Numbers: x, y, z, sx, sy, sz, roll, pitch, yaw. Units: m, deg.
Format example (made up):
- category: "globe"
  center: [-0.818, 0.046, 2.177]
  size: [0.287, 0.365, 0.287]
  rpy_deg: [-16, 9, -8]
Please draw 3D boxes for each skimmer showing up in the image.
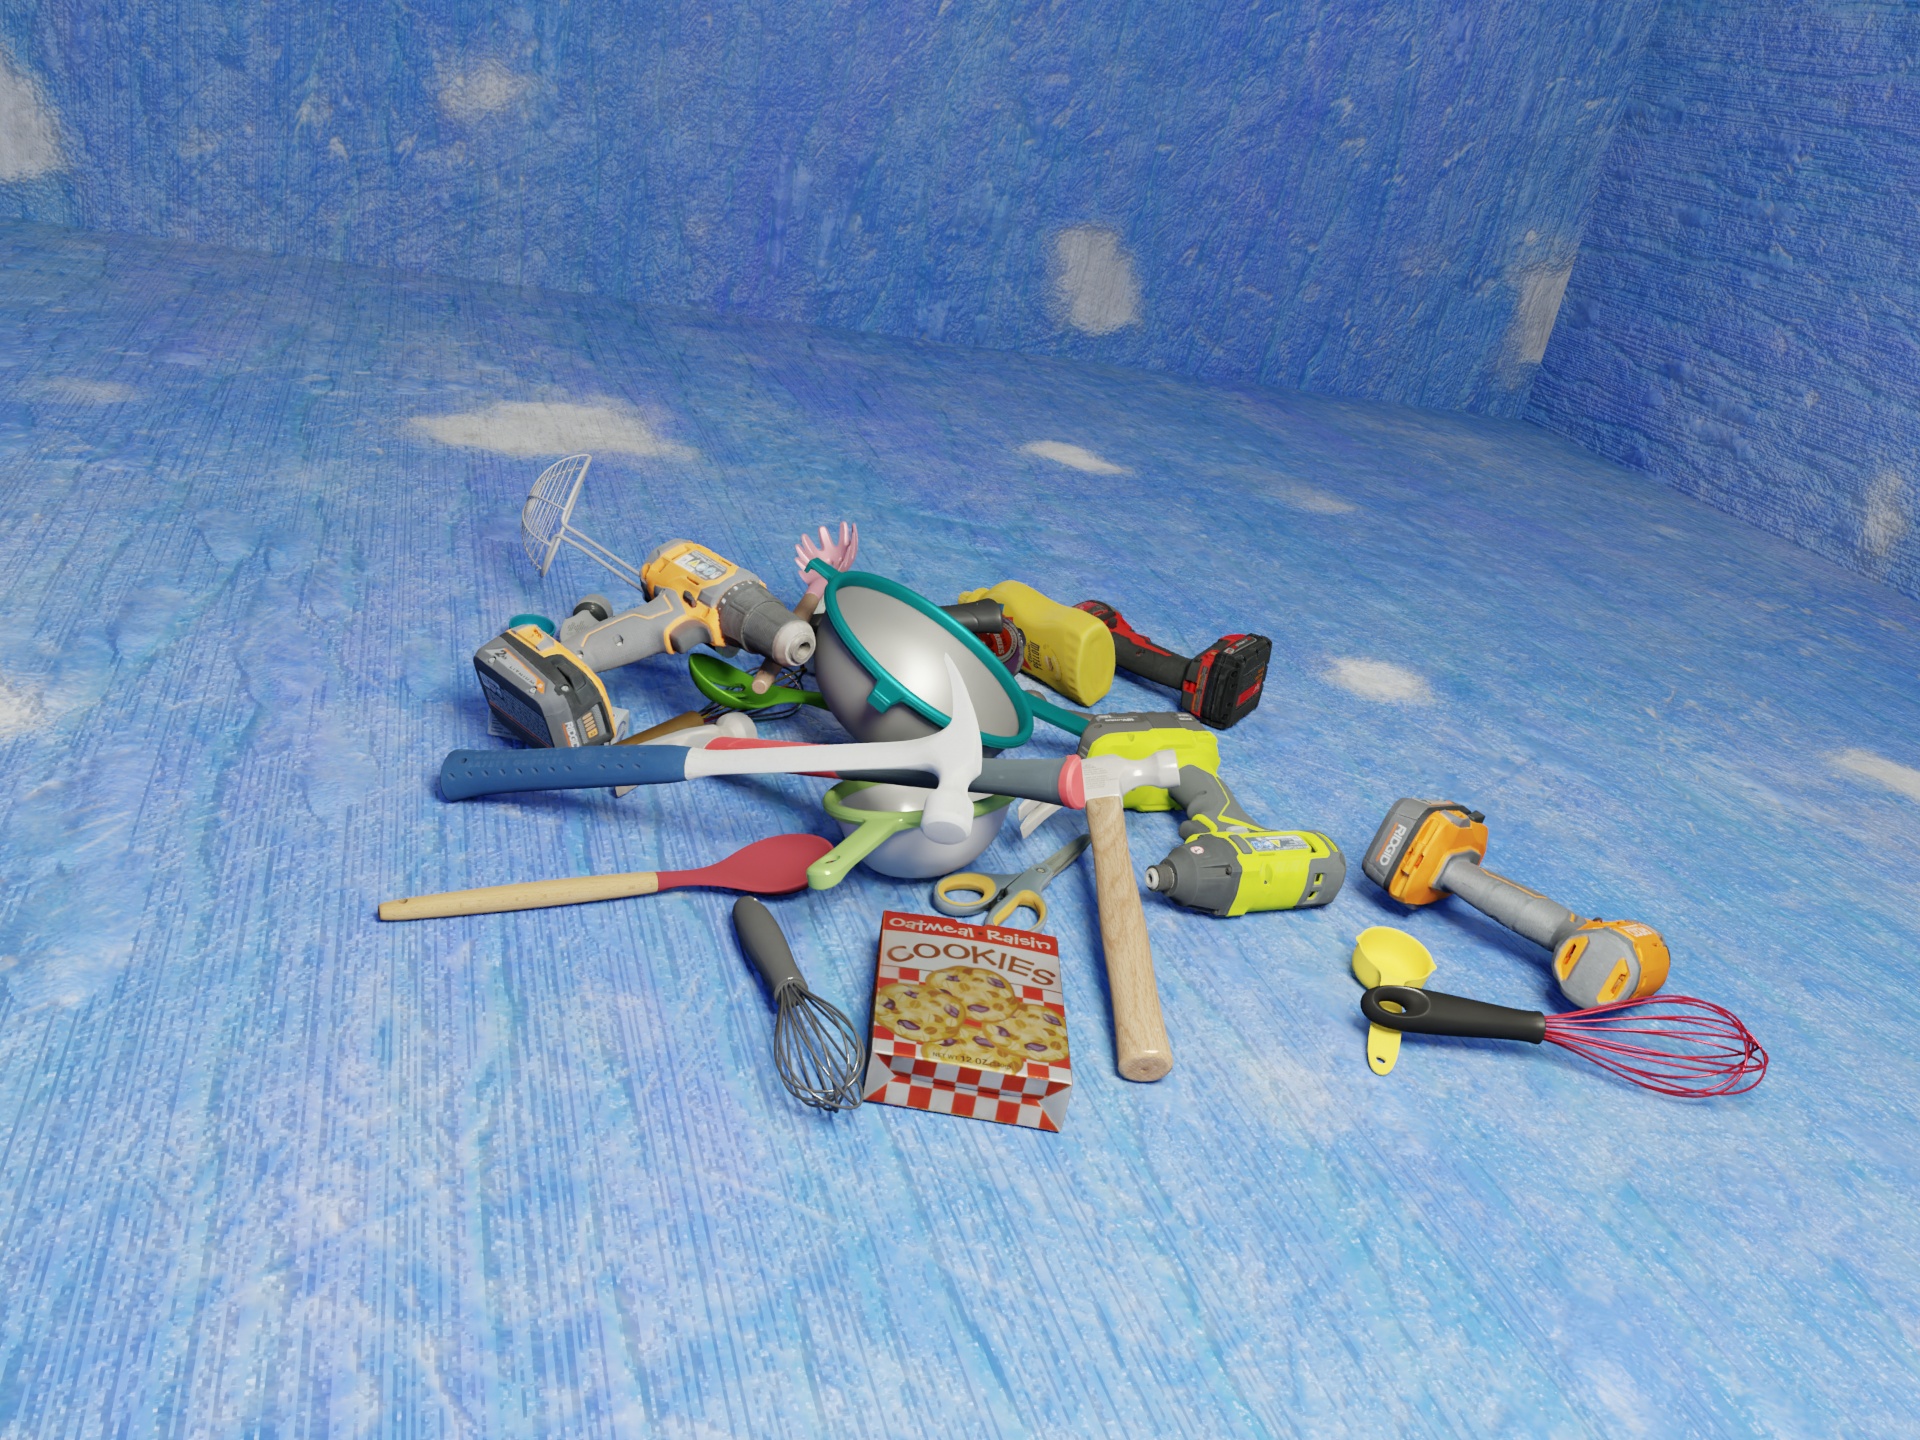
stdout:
- category: "skimmer"
  center: [-0.297, -0.141, 1.469]
  size: [0.364, 0.127, 0.090]
  rpy_deg: [33, 14, 36]

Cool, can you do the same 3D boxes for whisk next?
- category: "whisk"
  center: [0.425, 0.218, 1.119]
  size: [0.296, 0.073, 0.073]
  rpy_deg: [8, 23, -4]
- category: "whisk"
  center: [-0.214, -0.002, 1.363]
  size: [0.047, 0.051, 0.245]
  rpy_deg: [2, 19, 36]
- category: "whisk"
  center: [-0.110, 0.171, 1.003]
  size: [0.055, 0.055, 0.239]
  rpy_deg: [1, 21, -23]

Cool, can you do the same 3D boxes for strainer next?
- category: "strainer"
  center: [-0.045, 0.094, 1.153]
  size: [0.151, 0.069, 0.256]
  rpy_deg: [0, 15, 22]
- category: "strainer"
  center: [-0.002, -0.004, 1.371]
  size: [0.340, 0.095, 0.211]
  rpy_deg: [23, 27, -39]

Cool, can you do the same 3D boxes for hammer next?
- category: "hammer"
  center: [-0.083, 0.037, 1.176]
  size: [0.386, 0.038, 0.143]
  rpy_deg: [4, 16, 36]
- category: "hammer"
  center: [0.112, 0.130, 1.149]
  size: [0.130, 0.031, 0.332]
  rpy_deg: [-9, 34, 5]
- category: "hammer"
  center: [-0.165, -0.084, 1.452]
  size: [0.409, 0.036, 0.149]
  rpy_deg: [-3, 24, 2]
- category: "hammer"
  center: [-0.181, 0.026, 1.135]
  size: [0.405, 0.035, 0.144]
  rpy_deg: [-3, 51, 15]

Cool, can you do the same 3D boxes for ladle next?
- category: "ladle"
  center: [-0.235, 0.114, 1.095]
  size: [0.315, 0.031, 0.069]
  rpy_deg: [-4, 25, -28]

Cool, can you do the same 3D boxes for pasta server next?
- category: "pasta server"
  center: [-0.141, -0.103, 1.407]
  size: [0.060, 0.040, 0.316]
  rpy_deg: [-10, 24, 14]

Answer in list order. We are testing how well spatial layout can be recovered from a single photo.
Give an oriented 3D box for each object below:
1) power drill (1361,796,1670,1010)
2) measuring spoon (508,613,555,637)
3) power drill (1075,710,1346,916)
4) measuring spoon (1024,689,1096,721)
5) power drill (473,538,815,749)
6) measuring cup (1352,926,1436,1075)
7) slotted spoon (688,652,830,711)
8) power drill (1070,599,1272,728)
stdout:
- category: "power drill"
  center: [0.452, 0.148, 1.267]
  size: [0.227, 0.084, 0.164]
  rpy_deg: [34, 17, 35]
- category: "measuring spoon"
  center: [-0.386, -0.055, 1.430]
  size: [0.042, 0.021, 0.129]
  rpy_deg: [5, 33, -18]
- category: "power drill"
  center: [0.188, 0.079, 1.315]
  size: [0.171, 0.080, 0.223]
  rpy_deg: [0, 29, -26]
- category: "measuring spoon"
  center: [0.114, -0.011, 1.554]
  size: [0.124, 0.018, 0.034]
  rpy_deg: [12, 23, -1]
- category: "power drill"
  center: [-0.243, -0.052, 1.260]
  size: [0.226, 0.084, 0.185]
  rpy_deg: [-35, 47, -30]
- category: "measuring cup"
  center: [0.306, 0.208, 1.148]
  size: [0.062, 0.029, 0.157]
  rpy_deg: [20, 36, 8]
- category: "slotted spoon"
  center: [-0.094, -0.011, 1.391]
  size: [0.313, 0.031, 0.070]
  rpy_deg: [11, 26, -29]
- category: "power drill"
  center: [0.205, -0.071, 1.667]
  size: [0.220, 0.078, 0.143]
  rpy_deg: [19, 24, 24]
